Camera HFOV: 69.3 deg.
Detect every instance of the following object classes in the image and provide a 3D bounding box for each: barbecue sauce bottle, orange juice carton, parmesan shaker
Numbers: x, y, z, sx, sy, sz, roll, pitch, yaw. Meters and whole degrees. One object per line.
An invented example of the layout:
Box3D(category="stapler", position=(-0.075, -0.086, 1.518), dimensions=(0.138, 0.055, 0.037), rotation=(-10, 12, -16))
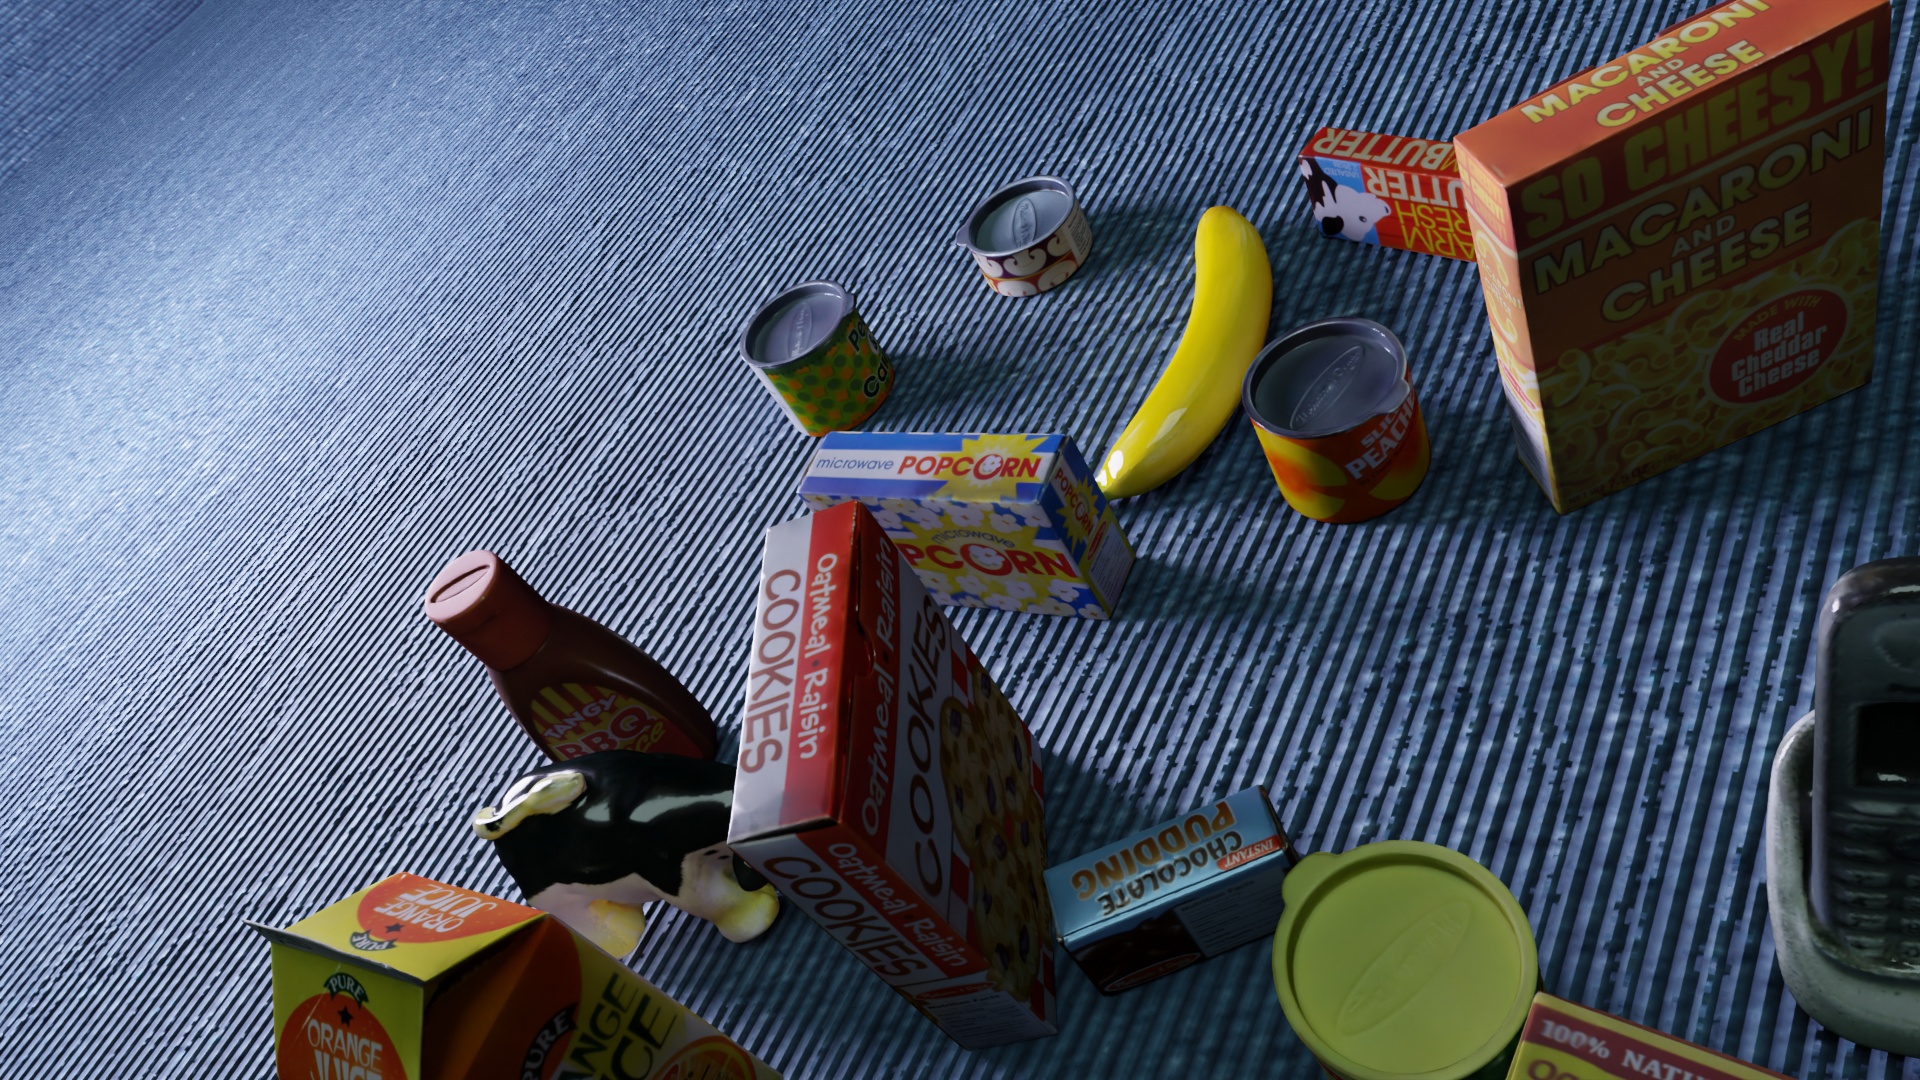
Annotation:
Box3D(category="barbecue sauce bottle", position=(-0.170, 0.061, 0.606), dimensions=(0.065, 0.148, 0.044), rotation=(-30, 43, 5))
Box3D(category="orange juice carton", position=(-0.146, 0.172, 0.462), dimensions=(0.072, 0.192, 0.073), rotation=(3, 55, 33))
Box3D(category="parmesan shaker", position=(0.132, 0.137, 0.394), dimensions=(0.071, 0.102, 0.072), rotation=(-16, 46, 18))

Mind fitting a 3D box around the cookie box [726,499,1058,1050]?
Box3D(category="cookie box", position=(-0.015, 0.084, 0.481), dimensions=(0.040, 0.166, 0.123), rotation=(-17, 46, 18))

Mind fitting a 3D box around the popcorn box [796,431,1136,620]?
Box3D(category="popcorn box", position=(0.002, -0.008, 0.612), dimensions=(0.126, 0.085, 0.038), rotation=(3, 55, 33))

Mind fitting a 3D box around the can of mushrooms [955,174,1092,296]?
Box3D(category="can of mushrooms", position=(0.036, -0.169, 0.773), dimensions=(0.071, 0.033, 0.071), rotation=(-16, 46, 18))

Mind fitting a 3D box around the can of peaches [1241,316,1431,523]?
Box3D(category="can of peaches", position=(0.159, -0.048, 0.576), dimensions=(0.071, 0.058, 0.071), rotation=(-16, 46, 18))

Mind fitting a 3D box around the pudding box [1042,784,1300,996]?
Box3D(category="pudding box", position=(0.076, 0.122, 0.479), dimensions=(0.083, 0.049, 0.030), rotation=(-25, 44, 9))

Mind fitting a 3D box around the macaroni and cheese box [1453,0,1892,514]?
Box3D(category="macaroni and cheese box", position=(0.250, -0.096, 0.486), dimensions=(0.123, 0.166, 0.040), rotation=(-25, 44, 9))

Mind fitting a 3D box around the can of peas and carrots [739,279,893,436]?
Box3D(category="can of peas and carrots", position=(-0.075, -0.100, 0.759), dimensions=(0.071, 0.058, 0.071), rotation=(-16, 46, 18))

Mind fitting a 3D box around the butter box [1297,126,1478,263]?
Box3D(category="butter box", position=(0.212, -0.161, 0.648), dimensions=(0.103, 0.053, 0.024), rotation=(24, 67, 42))

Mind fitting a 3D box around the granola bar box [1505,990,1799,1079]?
Box3D(category="granola bar box", position=(0.212, 0.167, 0.305), dimensions=(0.165, 0.123, 0.039), rotation=(12, 60, 37))
